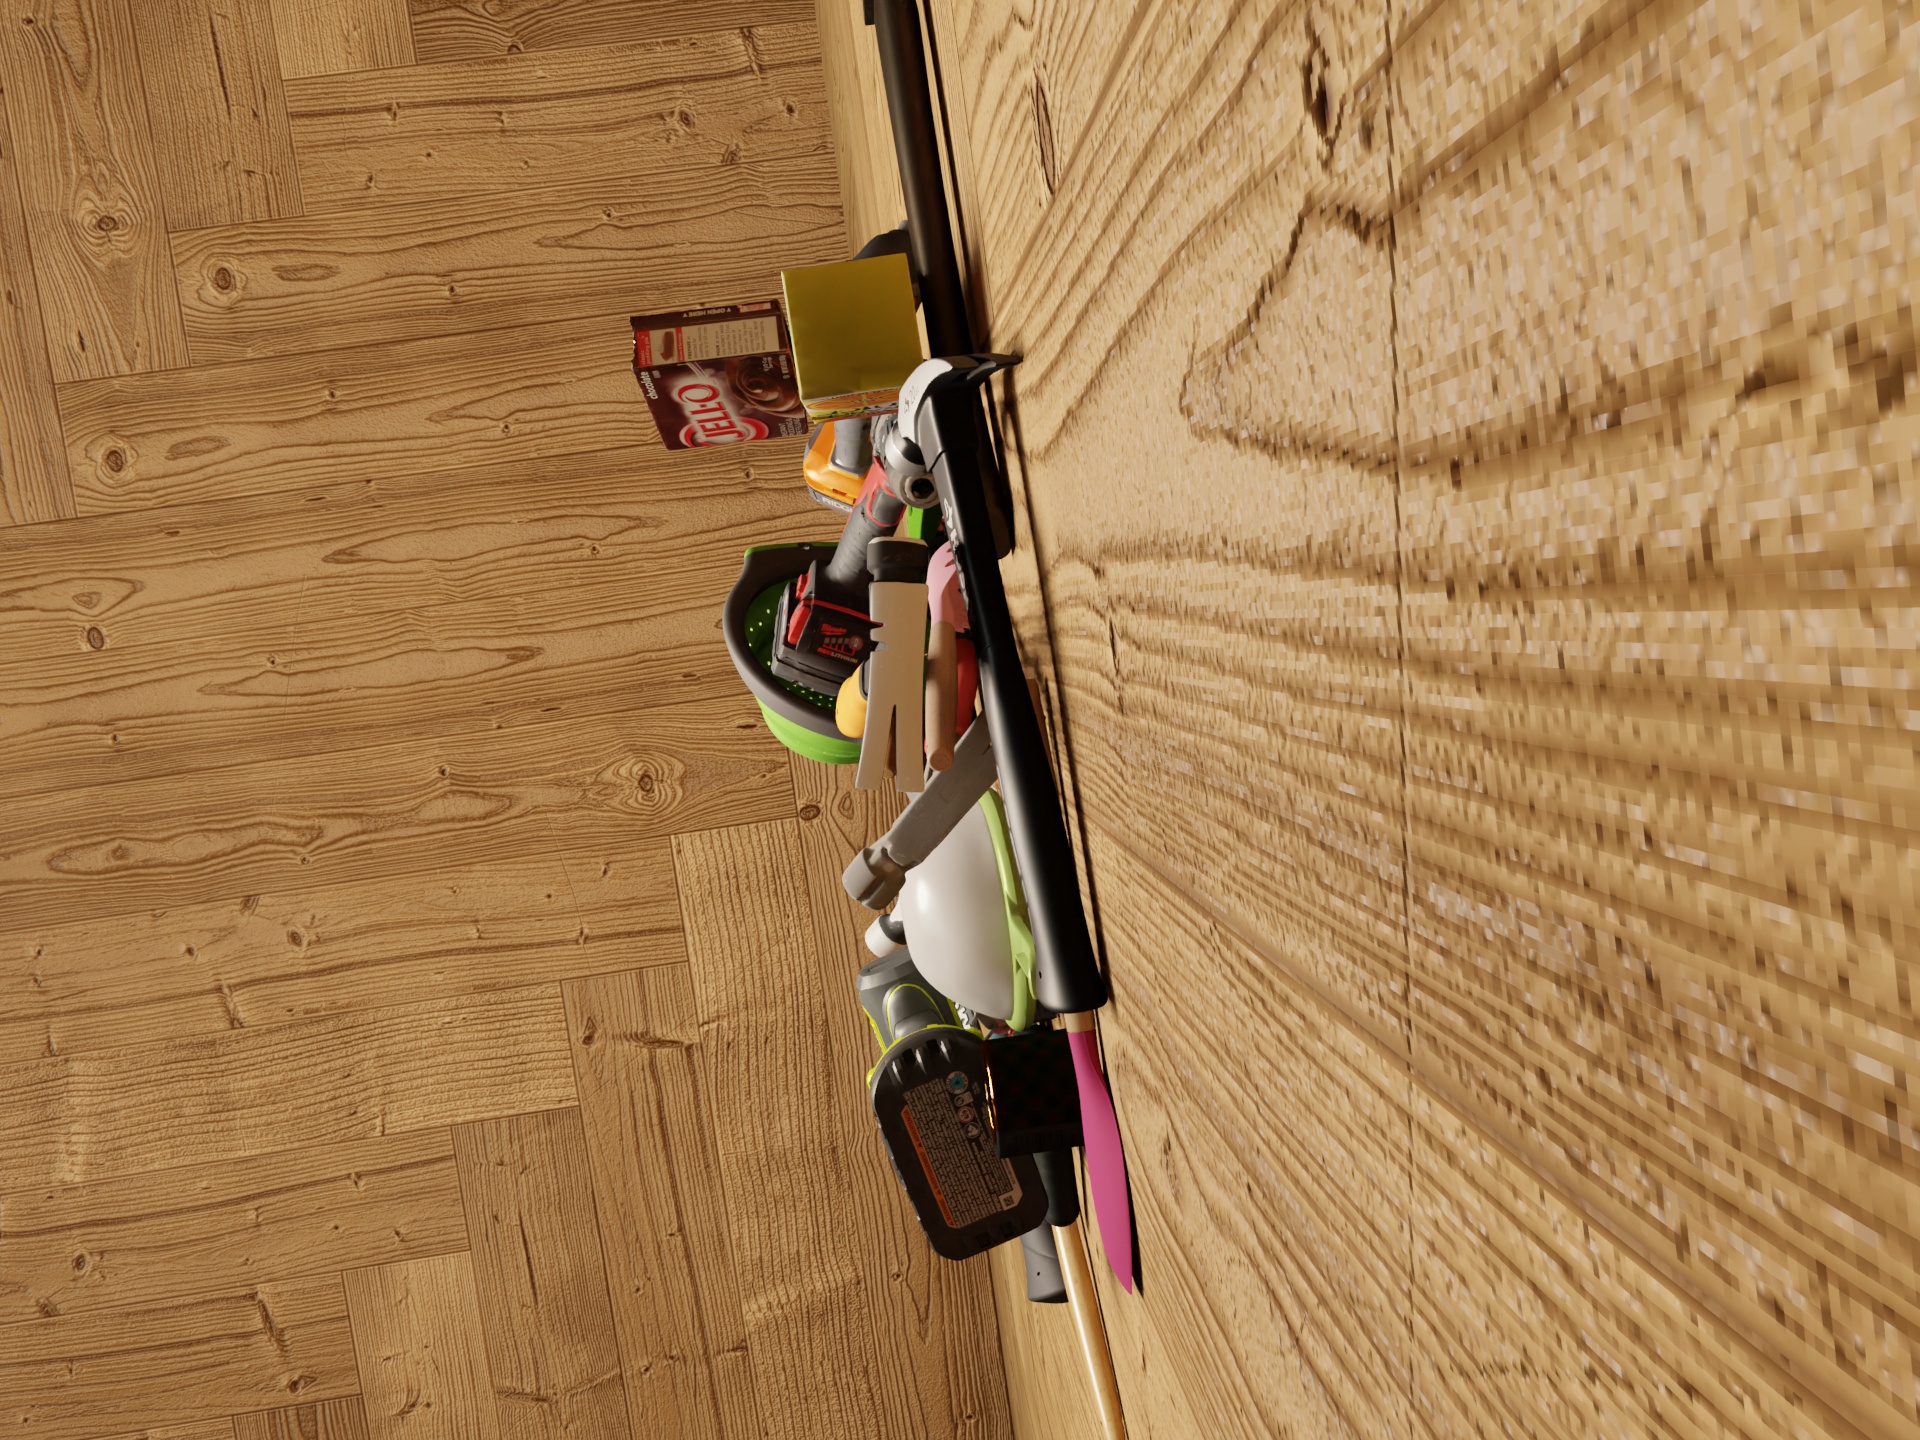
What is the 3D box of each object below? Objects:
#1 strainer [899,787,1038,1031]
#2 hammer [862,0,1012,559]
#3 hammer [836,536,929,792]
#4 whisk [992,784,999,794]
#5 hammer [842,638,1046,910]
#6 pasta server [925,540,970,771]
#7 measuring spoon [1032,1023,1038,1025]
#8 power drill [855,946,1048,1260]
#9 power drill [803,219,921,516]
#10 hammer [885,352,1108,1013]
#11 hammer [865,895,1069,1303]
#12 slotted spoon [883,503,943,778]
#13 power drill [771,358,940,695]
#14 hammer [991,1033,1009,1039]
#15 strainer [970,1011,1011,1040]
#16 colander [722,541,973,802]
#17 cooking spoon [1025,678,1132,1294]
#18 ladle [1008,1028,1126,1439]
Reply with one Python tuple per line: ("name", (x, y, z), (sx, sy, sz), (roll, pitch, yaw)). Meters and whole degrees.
("strainer", (0.005, 0.124, 0.923), (0.256, 0.069, 0.151), (-142, 44, -82))
("hammer", (-0.018, -0.291, 0.949), (0.146, 0.038, 0.411), (93, 168, -80))
("hammer", (-0.051, -0.013, 0.945), (0.337, 0.034, 0.127), (141, 131, -81))
("whisk", (0.011, 0.110, 1.173), (0.247, 0.059, 0.057), (-100, -14, -63))
("hammer", (-0.002, -0.003, 1.031), (0.149, 0.036, 0.359), (-50, 8, 15))
("pasta server", (-0.003, -0.044, 0.941), (0.316, 0.040, 0.060), (-90, -6, -66))
("measuring spoon", (0.056, 0.203, 1.097), (0.042, 0.021, 0.129), (91, 162, -54))
("power drill", (-0.006, 0.258, 1.035), (0.228, 0.080, 0.190), (-158, 46, -84))
("power drill", (-0.067, -0.272, 1.242), (0.226, 0.084, 0.164), (92, -159, -68))
("hammer", (0.023, -0.022, 0.789), (0.146, 0.035, 0.335), (137, 123, -70))
("hammer", (0.021, 0.272, 1.258), (0.149, 0.036, 0.409), (-49, 39, 24))
("slotted spoon", (-0.037, -0.080, 1.182), (0.070, 0.031, 0.314), (93, -177, -48))
("power drill", (-0.058, -0.125, 1.097), (0.188, 0.080, 0.226), (-97, 28, -60))
("hammer", (0.025, 0.227, 1.477), (0.128, 0.033, 0.331), (86, 175, -55))
("strainer", (0.025, 0.148, 1.232), (0.086, 0.050, 0.259), (54, -162, -31))
("colander", (-0.061, 0.024, 1.205), (0.398, 0.204, 0.094), (60, 142, 36))
("cooking spoon", (0.059, 0.136, 0.828), (0.069, 0.017, 0.319), (127, 135, -83))
("ladle", (0.069, 0.331, 1.075), (0.069, 0.031, 0.316), (85, 174, -47))
